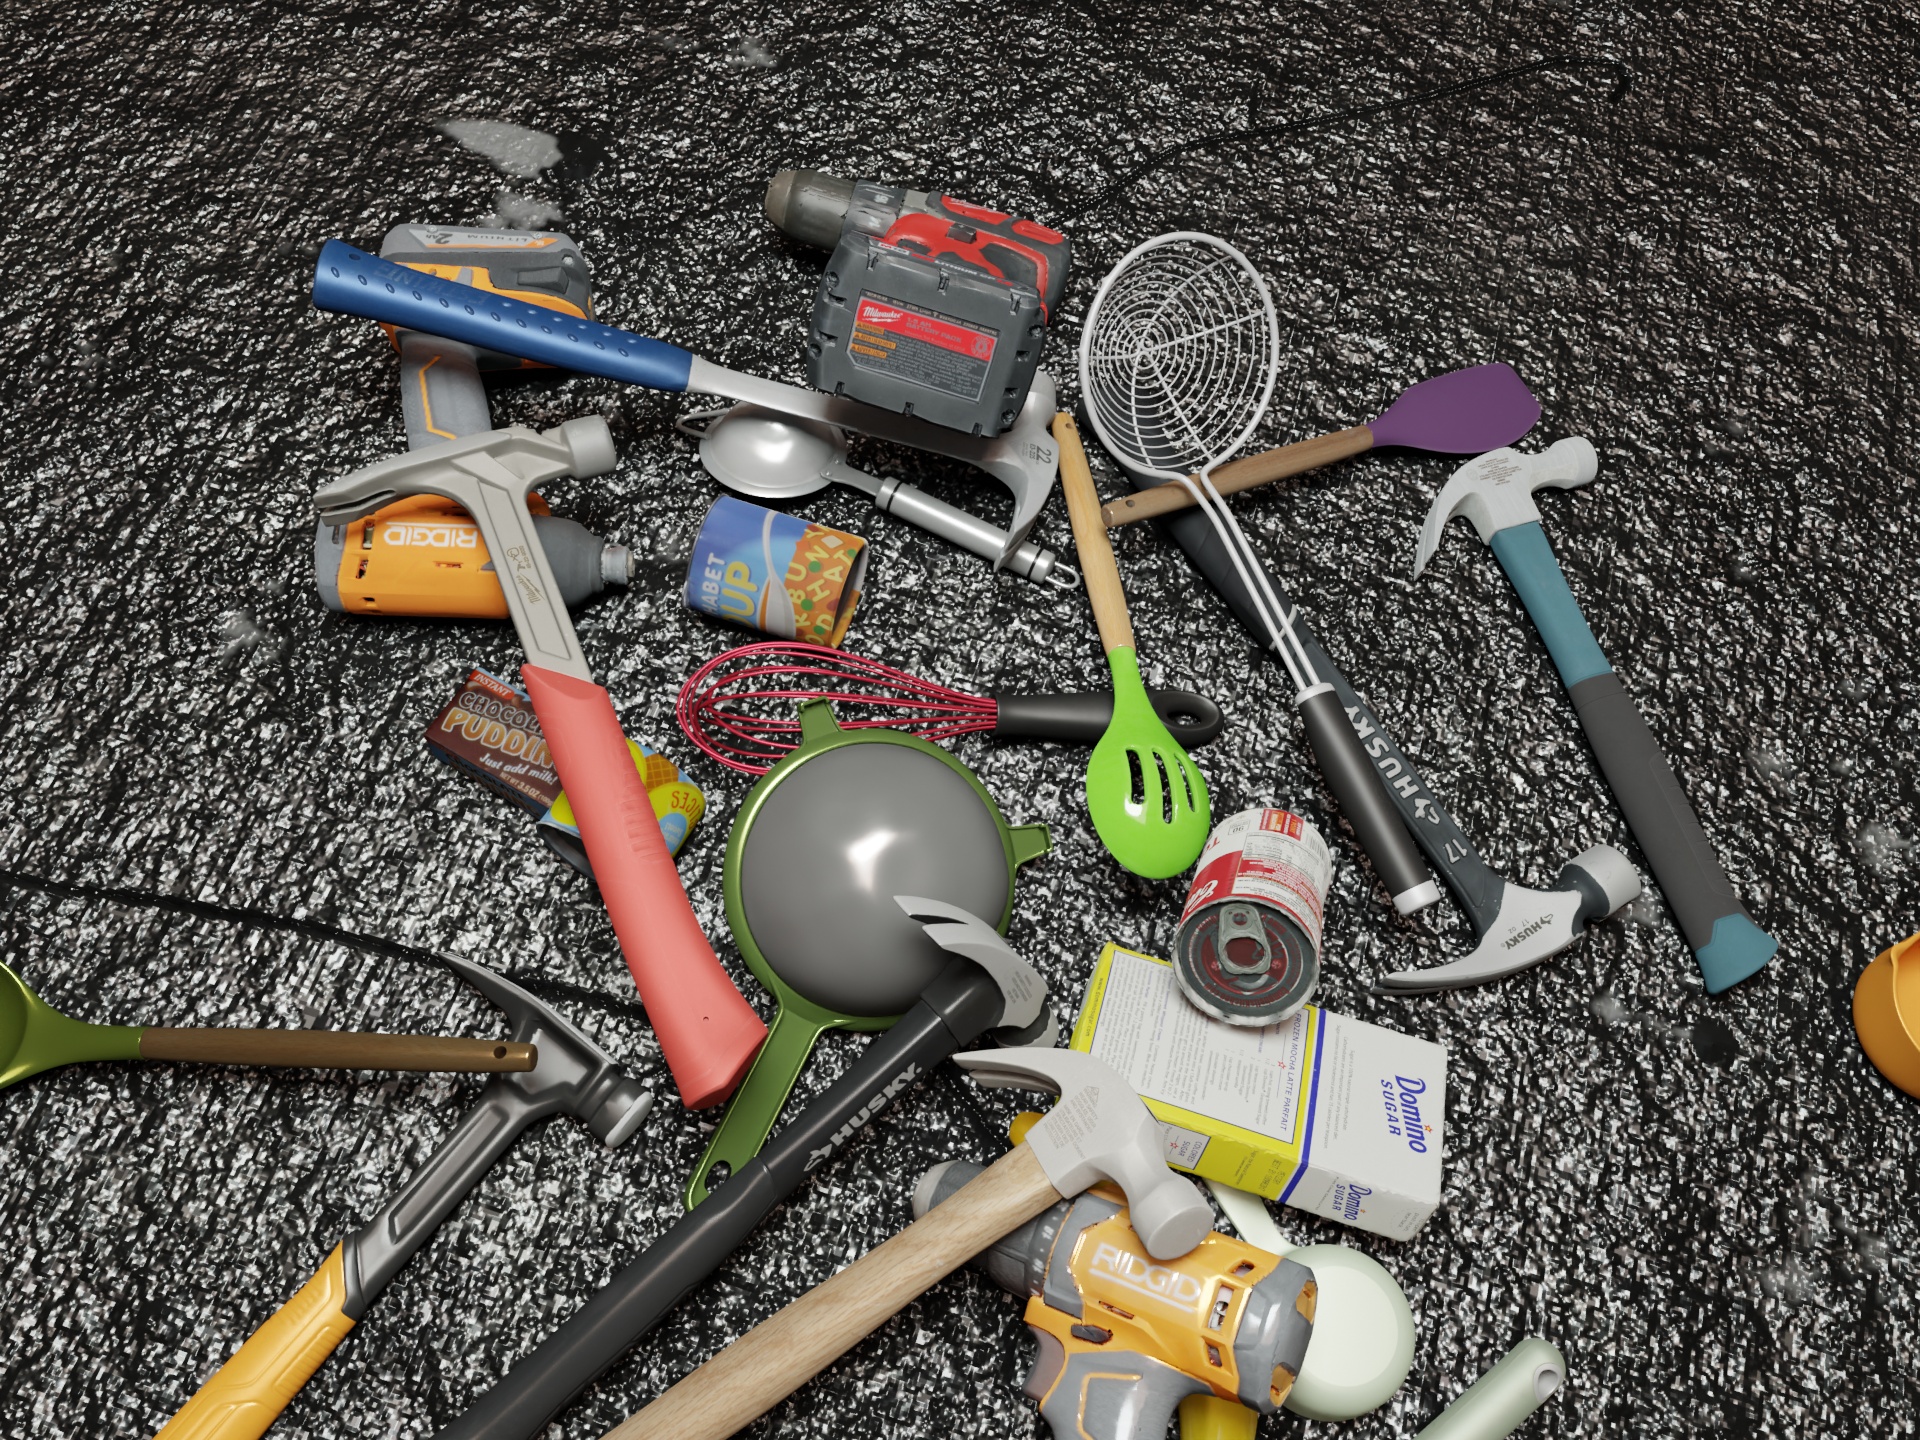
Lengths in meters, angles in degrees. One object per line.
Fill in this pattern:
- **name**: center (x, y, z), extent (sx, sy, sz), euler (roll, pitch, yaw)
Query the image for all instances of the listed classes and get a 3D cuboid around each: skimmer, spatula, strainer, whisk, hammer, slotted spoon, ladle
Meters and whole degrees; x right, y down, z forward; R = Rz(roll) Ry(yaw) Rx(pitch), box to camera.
- **skimmer**: center (0.167, -0.078, 0.816), extent (0.127, 0.090, 0.363), euler (-16, 72, -23)
- **spatula**: center (0.217, -0.157, 0.927), extent (0.316, 0.018, 0.060), euler (-19, 67, -23)
- **strainer**: center (-0.047, -0.136, 0.915), extent (0.258, 0.050, 0.087), euler (26, 52, 5)
- **whisk**: center (0.176, 0.351, 0.695), extent (0.246, 0.059, 0.057), euler (-31, 107, -20)
- **hammer**: center (-0.295, 0.263, 0.712), extent (0.127, 0.034, 0.337), euler (35, 68, 12)
- **hammer**: center (-0.137, -0.183, 0.864), extent (0.405, 0.035, 0.144), euler (12, 50, -14)
- **strainer**: center (-0.059, 0.122, 0.754), extent (0.151, 0.069, 0.256), euler (31, 75, -14)
- **hammer**: center (0.357, -0.010, 0.881), extent (0.128, 0.033, 0.331), euler (-14, 66, -11)
- **slotted spoon**: center (0.081, -0.056, 0.863), extent (0.070, 0.031, 0.314), euler (7, 51, -22)
- **hammer**: center (-0.098, 0.212, 0.709), extent (0.335, 0.146, 0.035), euler (-41, 52, -11)
- **hammer**: center (0.186, -0.033, 0.882), extent (0.149, 0.036, 0.409), euler (-28, 69, -14)
- **hammer**: center (-0.058, 0.256, 0.683), extent (0.331, 0.031, 0.130), euler (-35, 42, 0)
- **ladle**: center (-0.354, 0.146, 0.730), extent (0.320, 0.062, 0.078), euler (1, 62, 6)
- **hammer**: center (-0.187, 0.015, 0.758), extent (0.149, 0.036, 0.359), euler (-19, 70, -16)
- **whisk**: center (-0.001, -0.003, 0.846), extent (0.295, 0.073, 0.073), euler (1, 64, -10)

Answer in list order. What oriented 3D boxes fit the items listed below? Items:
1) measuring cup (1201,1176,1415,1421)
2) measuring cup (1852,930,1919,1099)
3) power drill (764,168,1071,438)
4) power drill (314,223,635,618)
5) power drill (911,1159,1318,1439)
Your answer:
- **measuring cup**: center (0.148, 0.243, 0.744), extent (0.083, 0.038, 0.168), euler (-27, 70, -15)
- **measuring cup**: center (0.525, 0.121, 0.819), extent (0.095, 0.052, 0.174), euler (35, 66, 13)
- **power drill**: center (-0.032, -0.251, 0.897), extent (0.188, 0.080, 0.227), euler (16, 31, -4)
- **power drill**: center (-0.260, -0.162, 0.893), extent (0.164, 0.084, 0.227), euler (2, 68, -5)
- **power drill**: center (0.029, 0.305, 0.669), extent (0.185, 0.084, 0.226), euler (13, 68, 30)
